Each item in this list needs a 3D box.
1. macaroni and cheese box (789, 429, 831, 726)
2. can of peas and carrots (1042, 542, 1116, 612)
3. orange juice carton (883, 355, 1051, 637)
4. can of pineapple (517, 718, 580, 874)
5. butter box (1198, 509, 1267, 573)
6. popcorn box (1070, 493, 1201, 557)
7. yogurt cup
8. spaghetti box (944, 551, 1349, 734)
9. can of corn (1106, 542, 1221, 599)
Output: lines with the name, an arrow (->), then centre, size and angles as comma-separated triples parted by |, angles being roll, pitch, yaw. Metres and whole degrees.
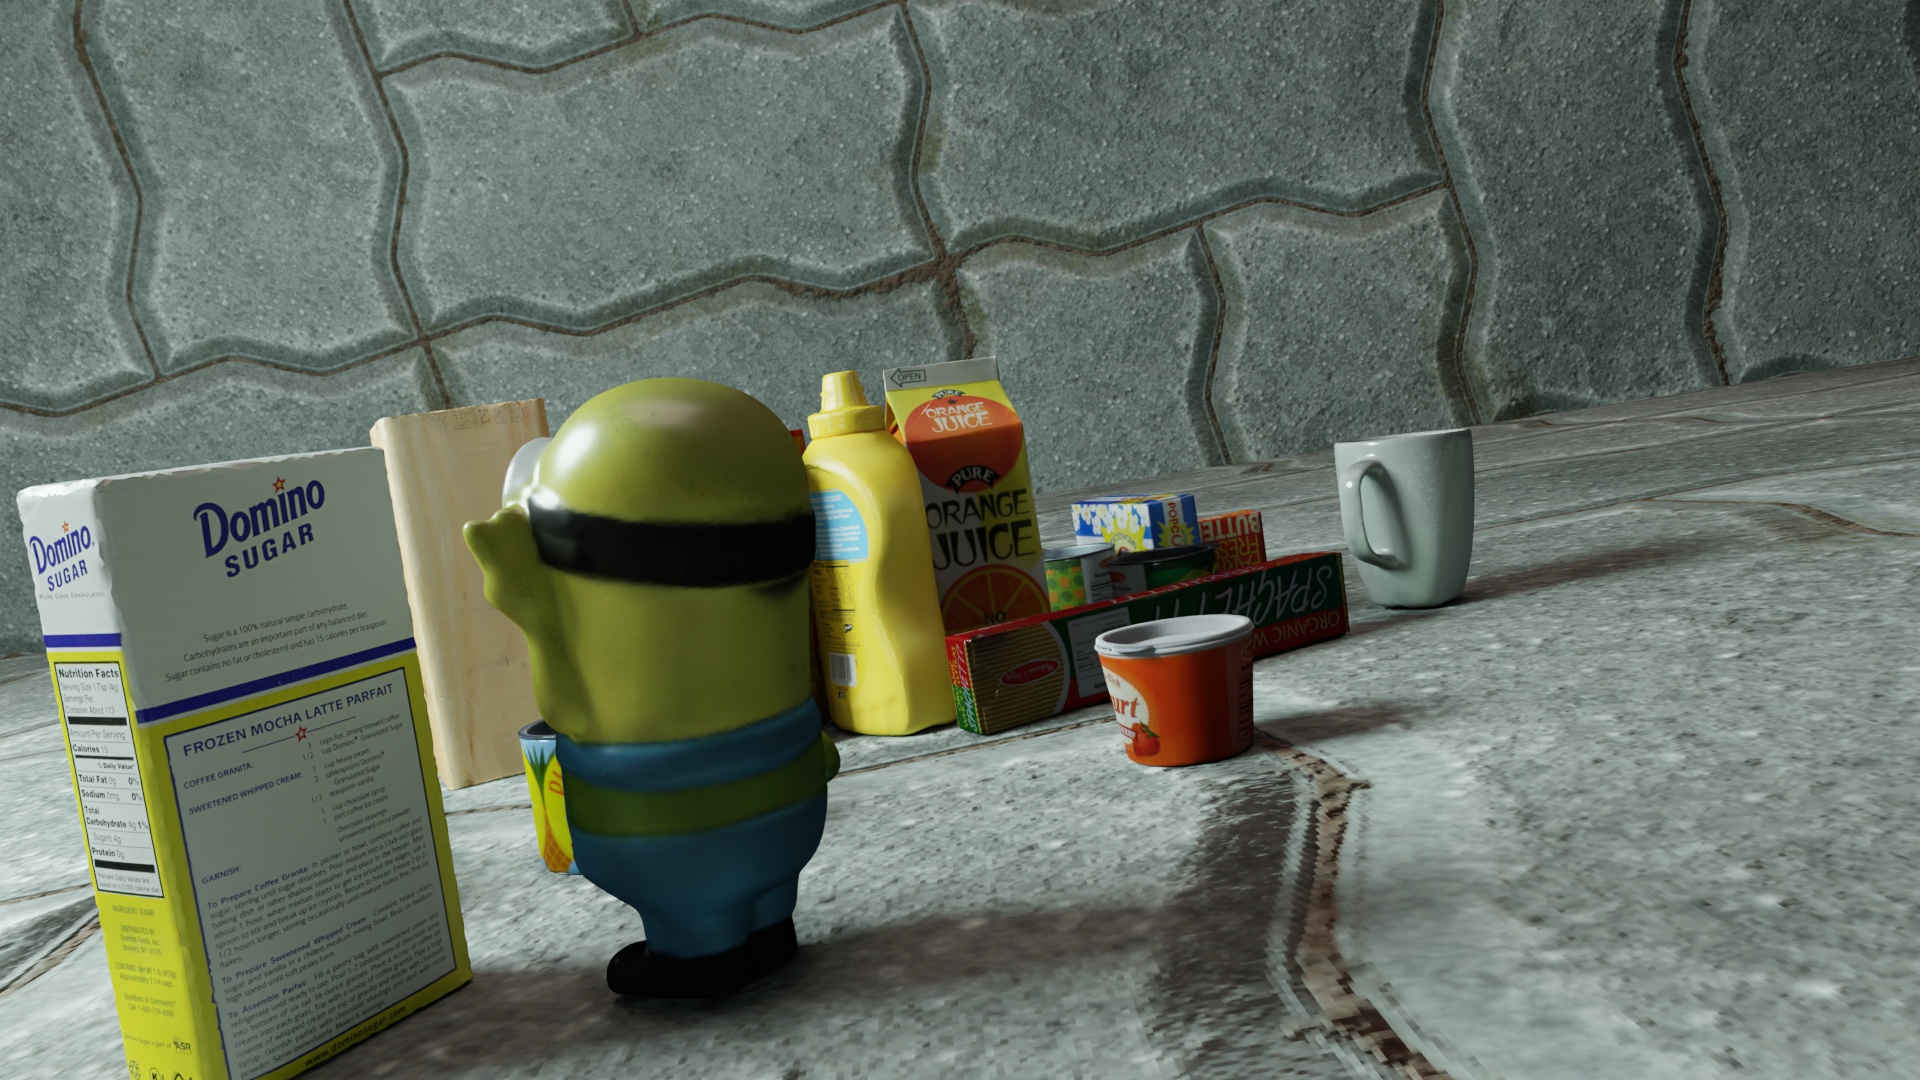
macaroni and cheese box -> -0.107, 0.024, 0.772 | 0.040, 0.166, 0.124 | -8, 4, 8
can of peas and carrots -> 0.075, 0.036, 0.951 | 0.071, 0.058, 0.071 | -9, 4, 1
orange juice carton -> 0.003, -0.010, 0.822 | 0.072, 0.192, 0.073 | -10, 4, -12
can of pineapple -> -0.146, 0.101, 0.579 | 0.071, 0.058, 0.071 | -9, 4, 1
butter box -> 0.190, 0.009, 1.091 | 0.104, 0.053, 0.024 | -11, 4, -19
popcorn box -> 0.126, 0.011, 0.988 | 0.038, 0.085, 0.126 | -10, 5, -19
yogurt cup -> 0.095, 0.064, 0.596 | 0.072, 0.054, 0.072 | -9, 4, 1
spaghetti box -> 0.108, 0.051, 0.751 | 0.251, 0.050, 0.028 | -11, 5, -28
can of corn -> 0.129, 0.036, 0.851 | 0.071, 0.058, 0.071 | -9, 4, 1
